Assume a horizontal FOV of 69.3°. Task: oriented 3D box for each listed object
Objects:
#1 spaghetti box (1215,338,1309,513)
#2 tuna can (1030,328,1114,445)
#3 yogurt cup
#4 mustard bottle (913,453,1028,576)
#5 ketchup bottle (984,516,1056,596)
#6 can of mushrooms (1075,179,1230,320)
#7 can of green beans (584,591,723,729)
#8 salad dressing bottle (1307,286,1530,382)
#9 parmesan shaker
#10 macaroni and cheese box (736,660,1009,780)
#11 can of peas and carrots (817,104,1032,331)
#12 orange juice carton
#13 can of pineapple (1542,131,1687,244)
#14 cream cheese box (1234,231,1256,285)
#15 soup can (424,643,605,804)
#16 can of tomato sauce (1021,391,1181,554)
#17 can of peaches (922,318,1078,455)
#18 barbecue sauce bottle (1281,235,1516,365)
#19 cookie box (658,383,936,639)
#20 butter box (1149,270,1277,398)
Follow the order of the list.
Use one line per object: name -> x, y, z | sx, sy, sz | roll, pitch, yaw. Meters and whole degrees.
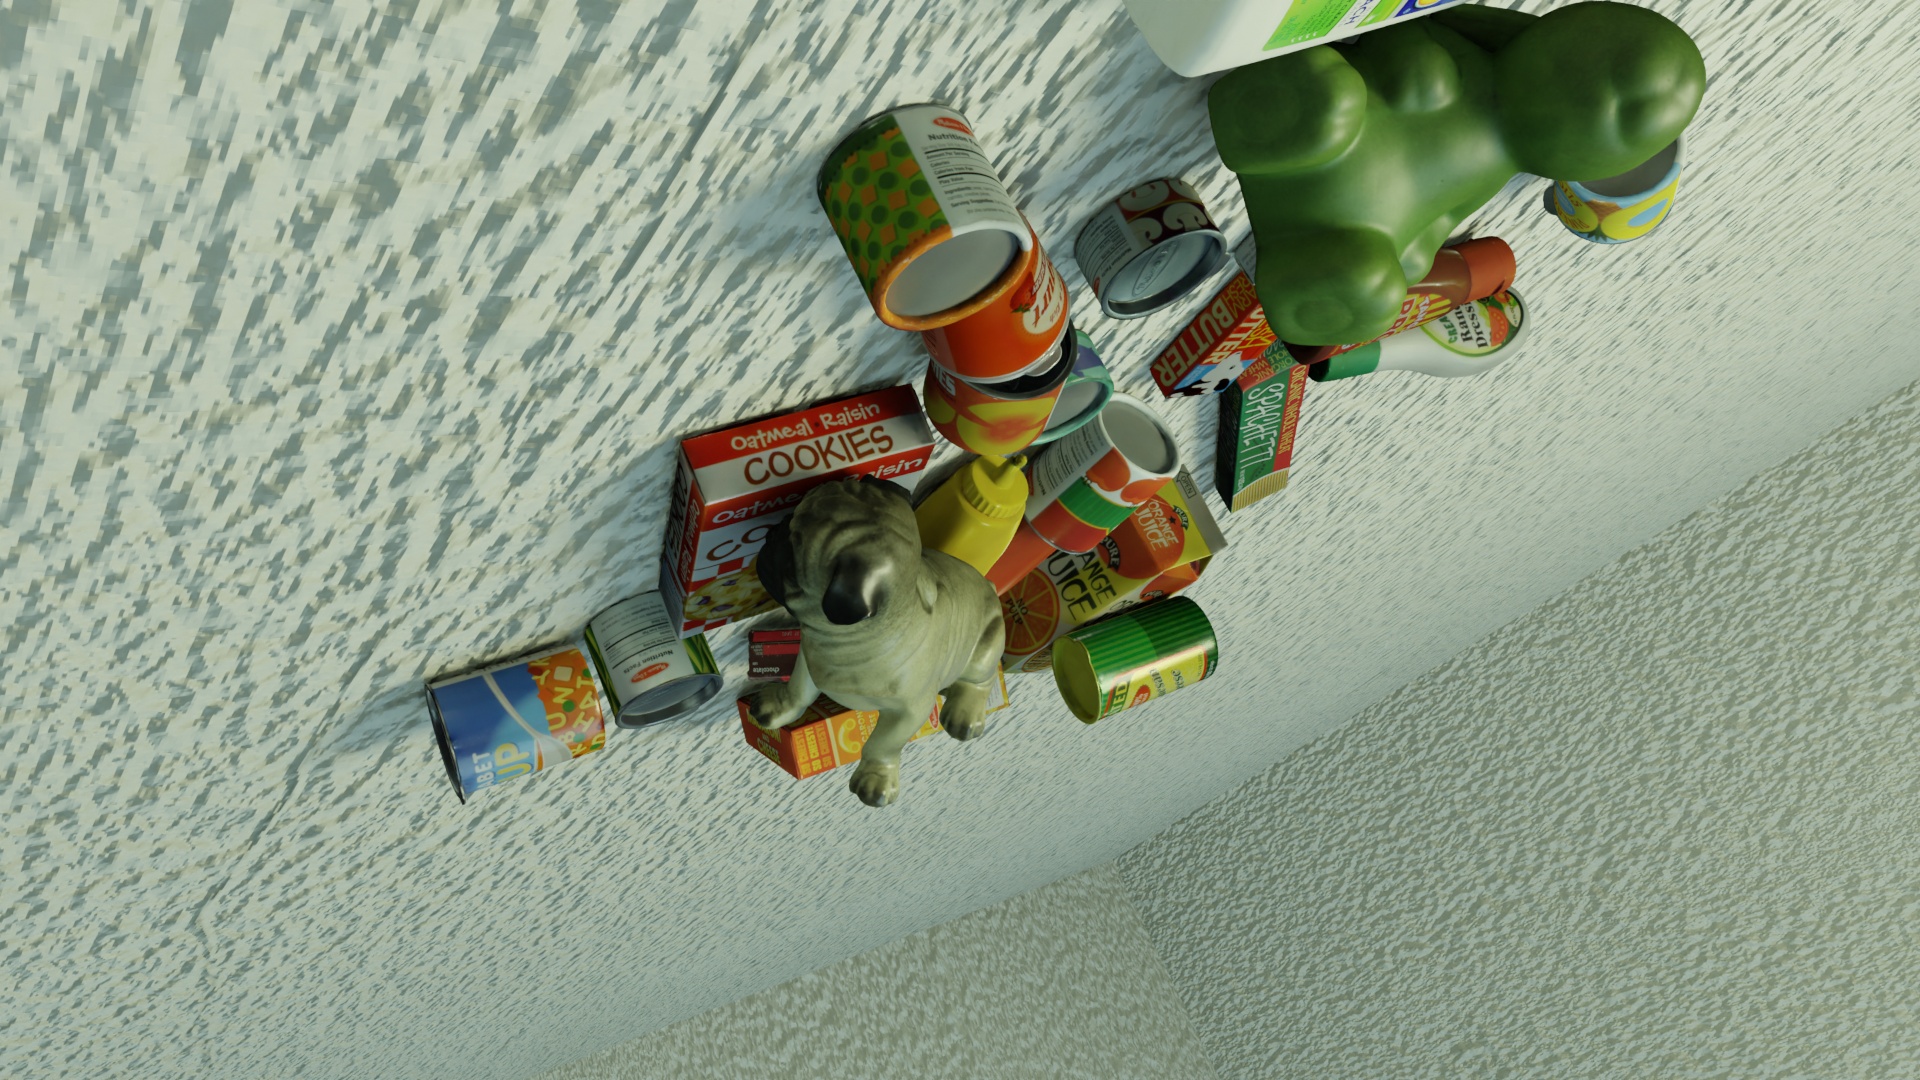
spaghetti box -> 0.206, -0.077, 0.967 | 0.050, 0.029, 0.249 | -27, 161, 1
tuna can -> 0.049, -0.082, 0.752 | 0.071, 0.033, 0.071 | -23, 160, -9
yogurt cup -> 0.009, -0.109, 0.591 | 0.072, 0.072, 0.053 | -27, 152, 2
mustard bottle -> 0.003, -0.011, 0.853 | 0.065, 0.049, 0.159 | -11, 155, -36
ketchup bottle -> 0.023, 0.011, 0.941 | 0.065, 0.043, 0.148 | -5, 152, -43
can of mushrooms -> 0.092, -0.138, 0.661 | 0.071, 0.033, 0.070 | -23, 160, -9
can of green beans -> -0.180, 0.070, 0.814 | 0.071, 0.058, 0.071 | -23, 160, -9
salad dressing bottle -> 0.292, -0.131, 0.895 | 0.148, 0.064, 0.044 | -12, 167, -15
parmesan shaker -> 0.127, 0.083, 1.003 | 0.103, 0.071, 0.071 | -17, 159, -22
macaroni and cheese box -> -0.067, 0.118, 1.025 | 0.167, 0.040, 0.123 | -16, -168, -24
can of peas and carrots -> -0.015, -0.121, 0.533 | 0.071, 0.059, 0.070 | -23, 160, -9
orange juice carton -> 0.104, 0.023, 1.032 | 0.192, 0.072, 0.073 | -35, 159, 24
can of pineapple -> 0.368, -0.207, 0.782 | 0.071, 0.071, 0.058 | -31, 159, 13
cream cheese box -> 0.192, -0.172, 0.714 | 0.053, 0.024, 0.103 | -9, 154, -36
soup can -> -0.252, 0.104, 0.791 | 0.084, 0.071, 0.071 | -16, 158, -26
can of tomato sauce -> 0.086, -0.041, 0.850 | 0.071, 0.071, 0.082 | -6, 152, -44
can of peaches -> 0.015, -0.082, 0.663 | 0.071, 0.071, 0.057 | -20, 160, -17
barbecue sauce bottle -> 0.266, -0.150, 0.834 | 0.149, 0.044, 0.064 | -19, 158, -21
cookie box -> -0.092, -0.013, 0.741 | 0.123, 0.040, 0.166 | -18, 160, -23
butter box -> 0.159, -0.122, 0.801 | 0.053, 0.024, 0.103 | -11, 156, -37
